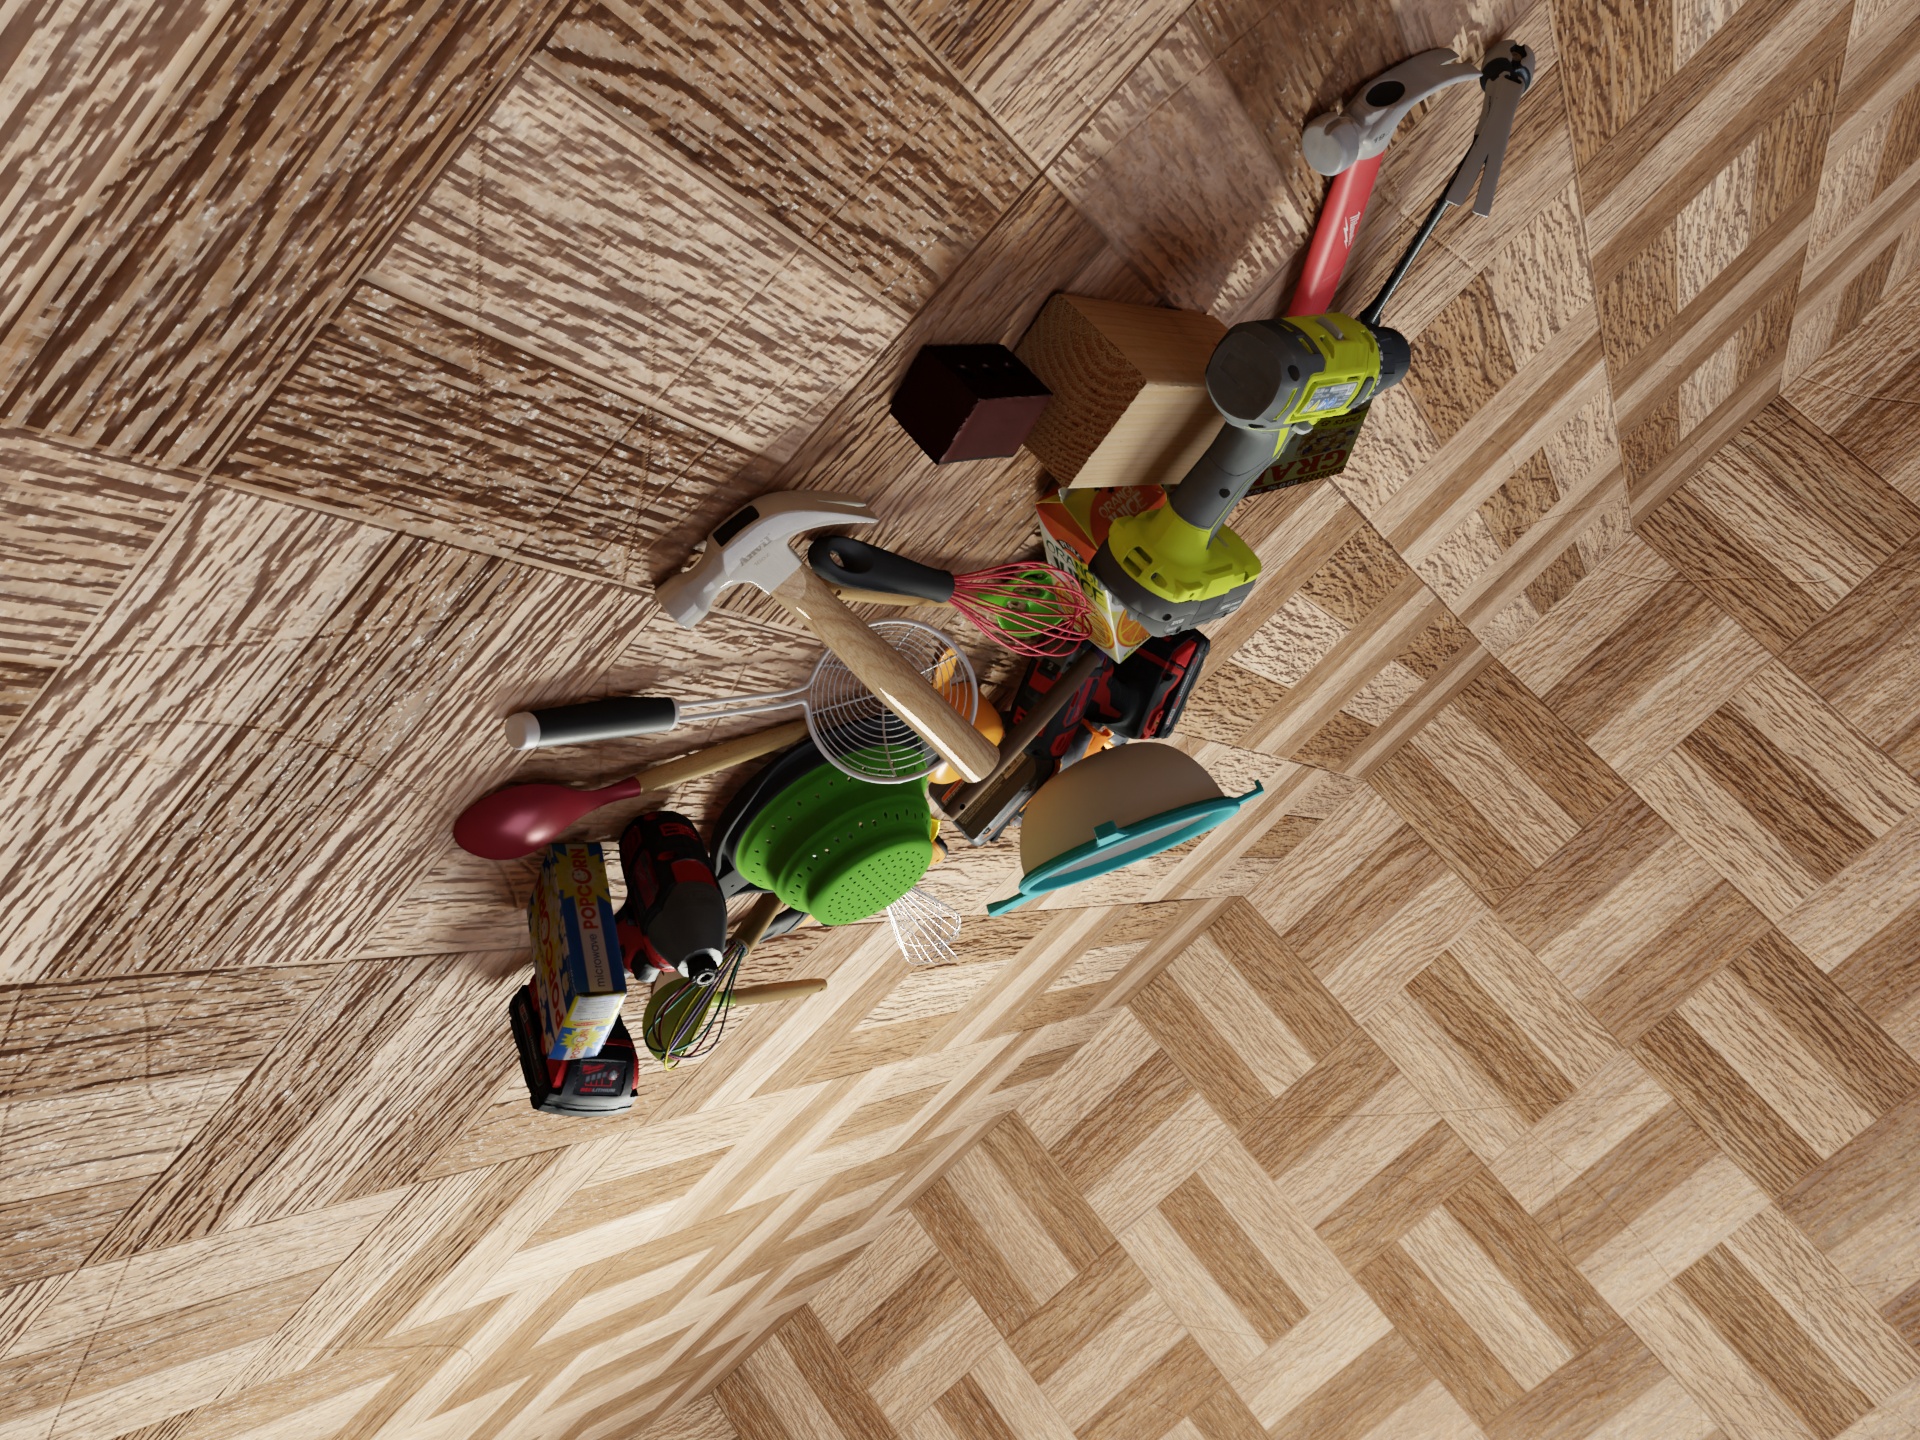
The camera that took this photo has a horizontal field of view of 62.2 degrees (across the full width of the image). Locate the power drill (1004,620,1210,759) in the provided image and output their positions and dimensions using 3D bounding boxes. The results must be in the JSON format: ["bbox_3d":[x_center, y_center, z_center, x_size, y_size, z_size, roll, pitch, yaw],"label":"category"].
[{"bbox_3d":[0.138,-0.060,1.429,0.226,0.080,0.188,-5,120,-57],"label":"power drill"}]

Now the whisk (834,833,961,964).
[{"bbox_3d":[-0.064,0.159,1.498,0.070,0.070,0.284,-39,142,-4],"label":"whisk"}]

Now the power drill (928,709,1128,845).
[{"bbox_3d":[0.064,0.056,1.559,0.164,0.084,0.226,-49,162,23],"label":"power drill"}]

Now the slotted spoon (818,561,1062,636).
[{"bbox_3d":[-0.007,-0.096,1.192,0.313,0.031,0.070,-3,128,-56],"label":"slotted spoon"}]

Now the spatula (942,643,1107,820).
[{"bbox_3d":[0.093,-0.037,1.315,0.316,0.018,0.059,-48,122,-12],"label":"spatula"}]

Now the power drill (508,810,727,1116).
[{"bbox_3d":[-0.244,0.187,1.171,0.078,0.143,0.219,13,124,-40],"label":"power drill"}]

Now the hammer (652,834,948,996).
[{"bbox_3d":[-0.143,0.183,1.516,0.337,0.034,0.127,-23,153,-40],"label":"hammer"}]

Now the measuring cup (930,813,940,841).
[{"bbox_3d":[-0.064,0.083,1.476,0.062,0.029,0.156,-37,148,-3],"label":"measuring cup"}]

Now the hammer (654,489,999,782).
[{"bbox_3d":[-0.057,-0.042,1.061,0.130,0.031,0.331,-41,141,4],"label":"hammer"}]

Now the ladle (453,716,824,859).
[{"bbox_3d":[-0.209,0.039,1.115,0.315,0.031,0.069,-20,150,-47],"label":"ladle"}]

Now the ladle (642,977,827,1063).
[{"bbox_3d":[-0.191,0.263,1.464,0.078,0.062,0.320,-52,160,10],"label":"ladle"}]

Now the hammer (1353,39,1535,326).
[{"bbox_3d":[0.327,-0.321,1.246,0.408,0.036,0.149,113,-1,-59],"label":"hammer"}]

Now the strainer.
[{"bbox_3d":[0.105,0.099,1.475,0.211,0.095,0.340,-12,166,-35],"label":"strainer"}]

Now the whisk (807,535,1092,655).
[{"bbox_3d":[-0.001,-0.092,1.129,0.295,0.073,0.073,9,129,-50],"label":"whisk"}]

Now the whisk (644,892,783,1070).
[{"bbox_3d":[-0.197,0.207,1.337,0.051,0.047,0.245,-10,-155,24],"label":"whisk"}]

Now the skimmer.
[{"bbox_3d":[-0.132,-0.002,1.071,0.363,0.090,0.127,-9,115,-52],"label":"skimmer"}]

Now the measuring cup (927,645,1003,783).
[{"bbox_3d":[-0.002,-0.004,1.349,0.095,0.052,0.173,-33,161,-19],"label":"measuring cup"}]

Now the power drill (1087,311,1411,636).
[{"bbox_3d":[0.199,-0.173,1.068,0.190,0.080,0.228,-19,149,-46],"label":"power drill"}]

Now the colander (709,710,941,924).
[{"bbox_3d":[-0.156,0.144,1.275,0.397,0.095,0.204,-35,153,0],"label":"colander"}]

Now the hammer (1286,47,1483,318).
[{"bbox_3d":[0.277,-0.324,1.208,0.143,0.038,0.386,-35,159,-20],"label":"hammer"}]
